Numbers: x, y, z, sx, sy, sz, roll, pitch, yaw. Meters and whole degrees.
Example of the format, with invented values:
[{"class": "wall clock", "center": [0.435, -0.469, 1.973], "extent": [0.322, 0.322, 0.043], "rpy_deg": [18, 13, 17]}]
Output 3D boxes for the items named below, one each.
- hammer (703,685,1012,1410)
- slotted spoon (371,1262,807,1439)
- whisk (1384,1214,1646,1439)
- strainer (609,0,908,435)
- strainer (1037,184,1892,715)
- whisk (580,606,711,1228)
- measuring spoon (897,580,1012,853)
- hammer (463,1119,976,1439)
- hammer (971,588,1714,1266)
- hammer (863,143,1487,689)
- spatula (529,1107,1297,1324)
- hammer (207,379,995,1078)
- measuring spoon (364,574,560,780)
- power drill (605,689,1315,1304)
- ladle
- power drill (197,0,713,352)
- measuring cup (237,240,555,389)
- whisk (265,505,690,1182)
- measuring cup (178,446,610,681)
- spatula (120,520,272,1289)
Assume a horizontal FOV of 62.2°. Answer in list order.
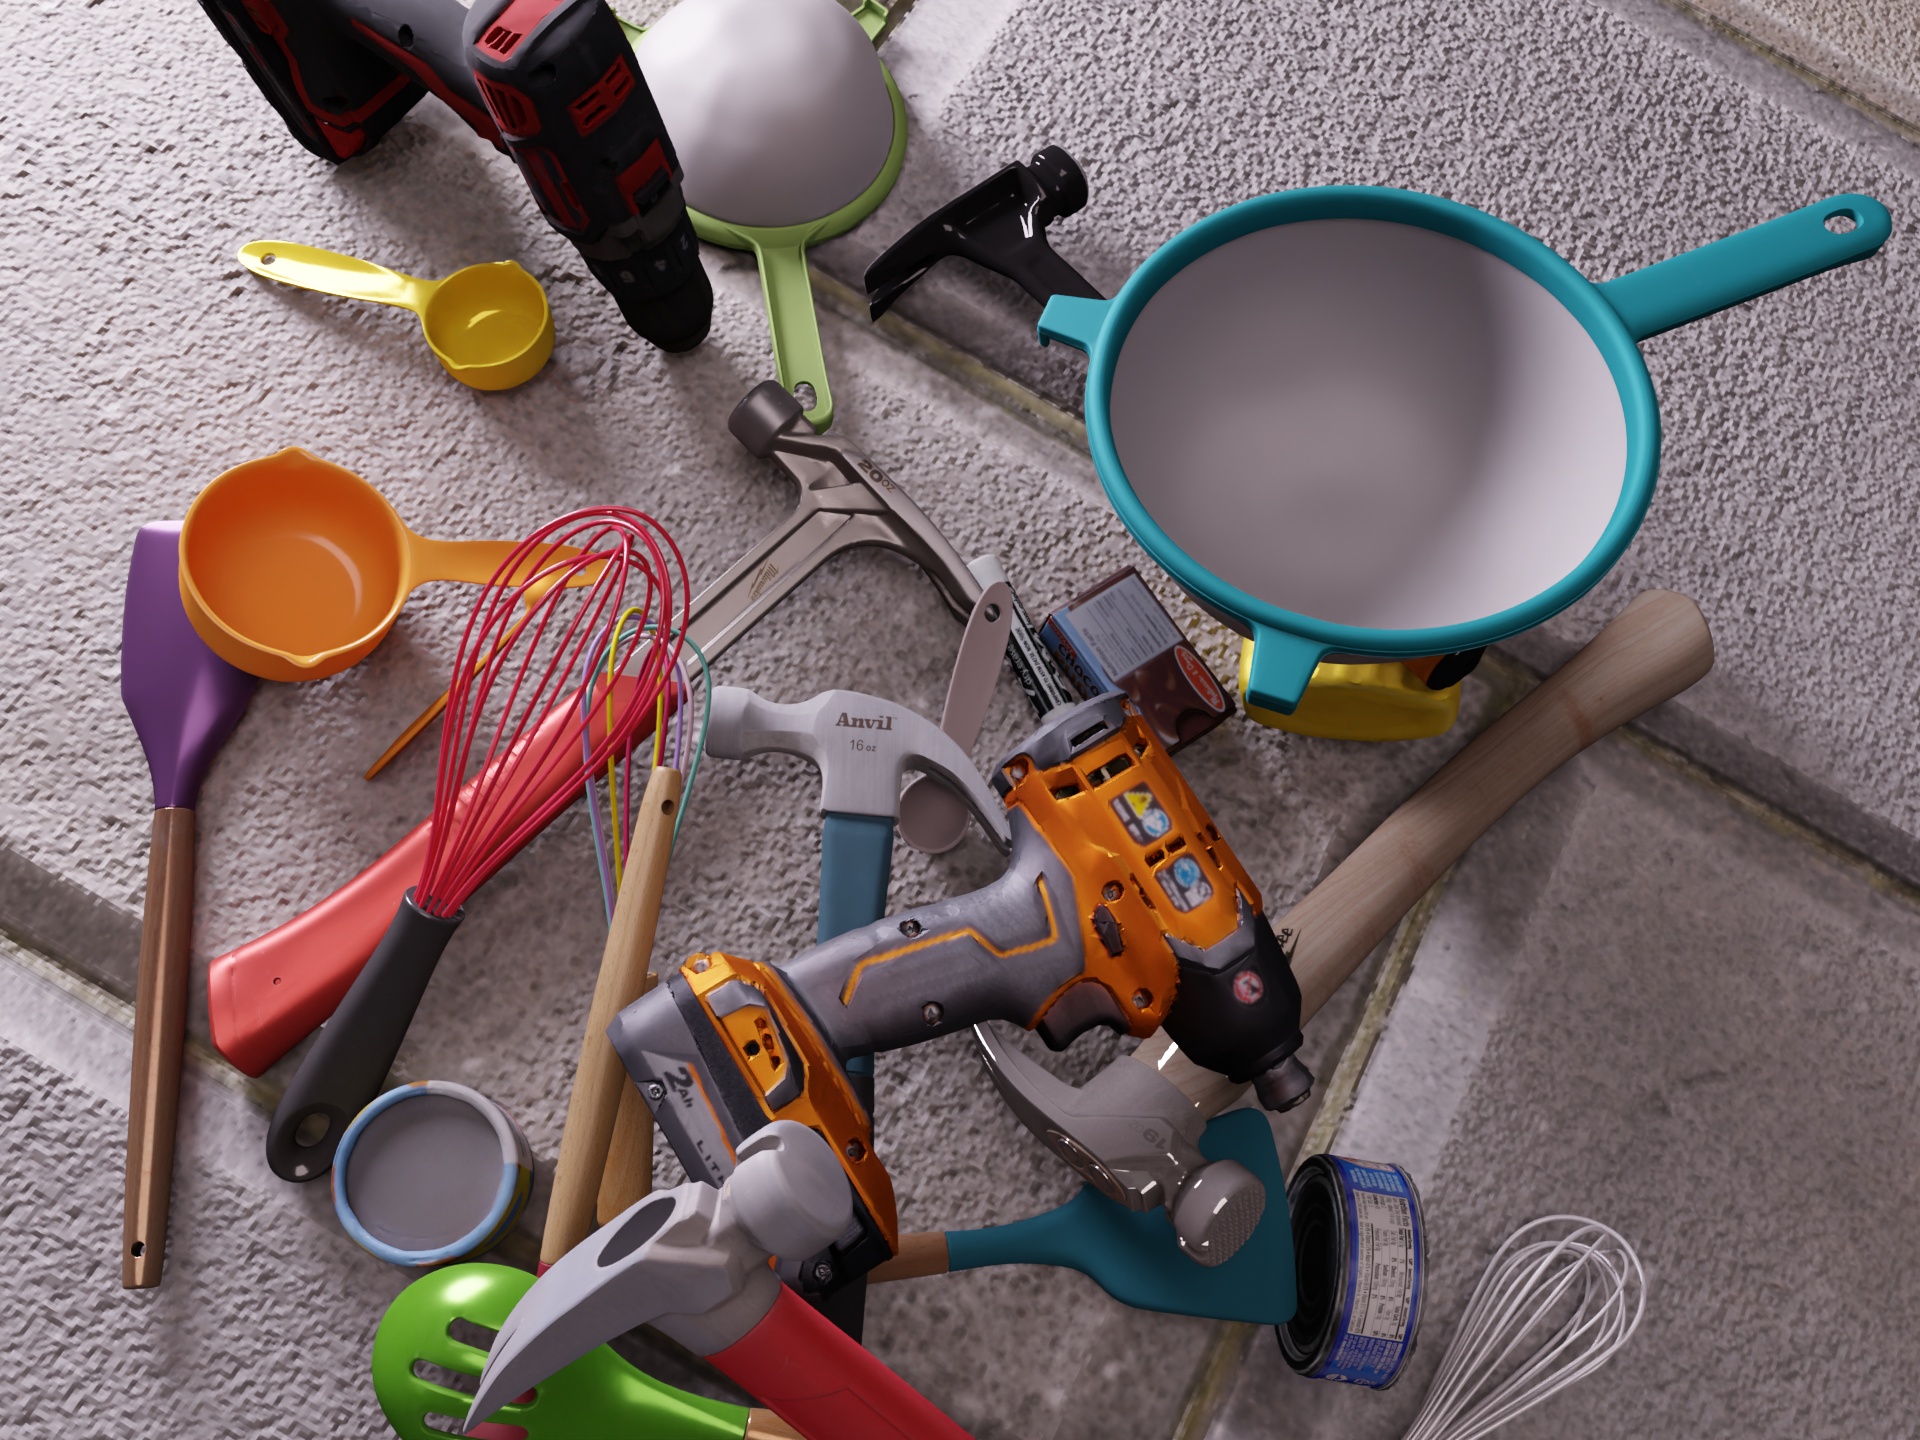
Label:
[{"class": "hammer", "center": [-0.050, 0.150, 0.609], "extent": [0.128, 0.033, 0.331], "rpy_deg": [4, 74, -2]}, {"class": "slotted spoon", "center": [-0.049, 0.248, 0.550], "extent": [0.313, 0.031, 0.070], "rpy_deg": [13, 82, -5]}, {"class": "whisk", "center": [0.181, 0.289, 0.630], "extent": [0.246, 0.057, 0.059], "rpy_deg": [-39, 47, -16]}, {"class": "strainer", "center": [-0.088, -0.261, 0.758], "extent": [0.151, 0.069, 0.256], "rpy_deg": [-7, 71, -11]}, {"class": "strainer", "center": [0.211, -0.124, 0.638], "extent": [0.340, 0.095, 0.211], "rpy_deg": [-22, 66, -10]}, {"class": "whisk", "center": [-0.127, 0.078, 0.628], "extent": [0.051, 0.047, 0.245], "rpy_deg": [1, 89, -18]}, {"class": "measuring spoon", "center": [-0.001, -0.002, 0.698], "extent": [0.034, 0.018, 0.124], "rpy_deg": [20, 82, -21]}, {"class": "hammer", "center": [0.019, 0.289, 0.531], "extent": [0.143, 0.038, 0.386], "rpy_deg": [-37, 110, 17]}, {"class": "hammer", "center": [0.189, 0.053, 0.696], "extent": [0.410, 0.038, 0.146], "rpy_deg": [-36, 46, -25]}, {"class": "hammer", "center": [0.100, -0.133, 0.719], "extent": [0.127, 0.034, 0.337], "rpy_deg": [-36, 67, -14]}, {"class": "spatula", "center": [-0.030, 0.209, 0.621], "extent": [0.317, 0.044, 0.082], "rpy_deg": [-3, 74, -9]}, {"class": "hammer", "center": [-0.153, 0.016, 0.668], "extent": [0.149, 0.036, 0.359], "rpy_deg": [46, 72, 0]}, {"class": "measuring spoon", "center": [-0.211, -0.019, 0.670], "extent": [0.011, 0.021, 0.117], "rpy_deg": [44, 86, -10]}, {"class": "power drill", "center": [0.010, 0.110, 0.567], "extent": [0.226, 0.084, 0.164], "rpy_deg": [-31, 80, -14]}, {"class": "ladle", "center": [-0.140, 0.172, 0.582], "extent": [0.069, 0.031, 0.315], "rpy_deg": [17, 81, -36]}, {"class": "power drill", "center": [-0.210, -0.264, 0.705], "extent": [0.227, 0.187, 0.080], "rpy_deg": [31, 74, 22]}, {"class": "measuring cup", "center": [-0.261, -0.192, 0.737], "extent": [0.156, 0.029, 0.062], "rpy_deg": [17, 69, 10]}, {"class": "whisk", "center": [-0.185, 0.051, 0.584], "extent": [0.073, 0.073, 0.296], "rpy_deg": [32, 102, 3]}, {"class": "measuring cup", "center": [-0.241, -0.060, 0.682], "extent": [0.173, 0.052, 0.095], "rpy_deg": [-1, 74, -31]}, {"class": "spatula", "center": [-0.315, 0.061, 0.640], "extent": [0.059, 0.018, 0.316], "rpy_deg": [-1, 71, -10]}]
